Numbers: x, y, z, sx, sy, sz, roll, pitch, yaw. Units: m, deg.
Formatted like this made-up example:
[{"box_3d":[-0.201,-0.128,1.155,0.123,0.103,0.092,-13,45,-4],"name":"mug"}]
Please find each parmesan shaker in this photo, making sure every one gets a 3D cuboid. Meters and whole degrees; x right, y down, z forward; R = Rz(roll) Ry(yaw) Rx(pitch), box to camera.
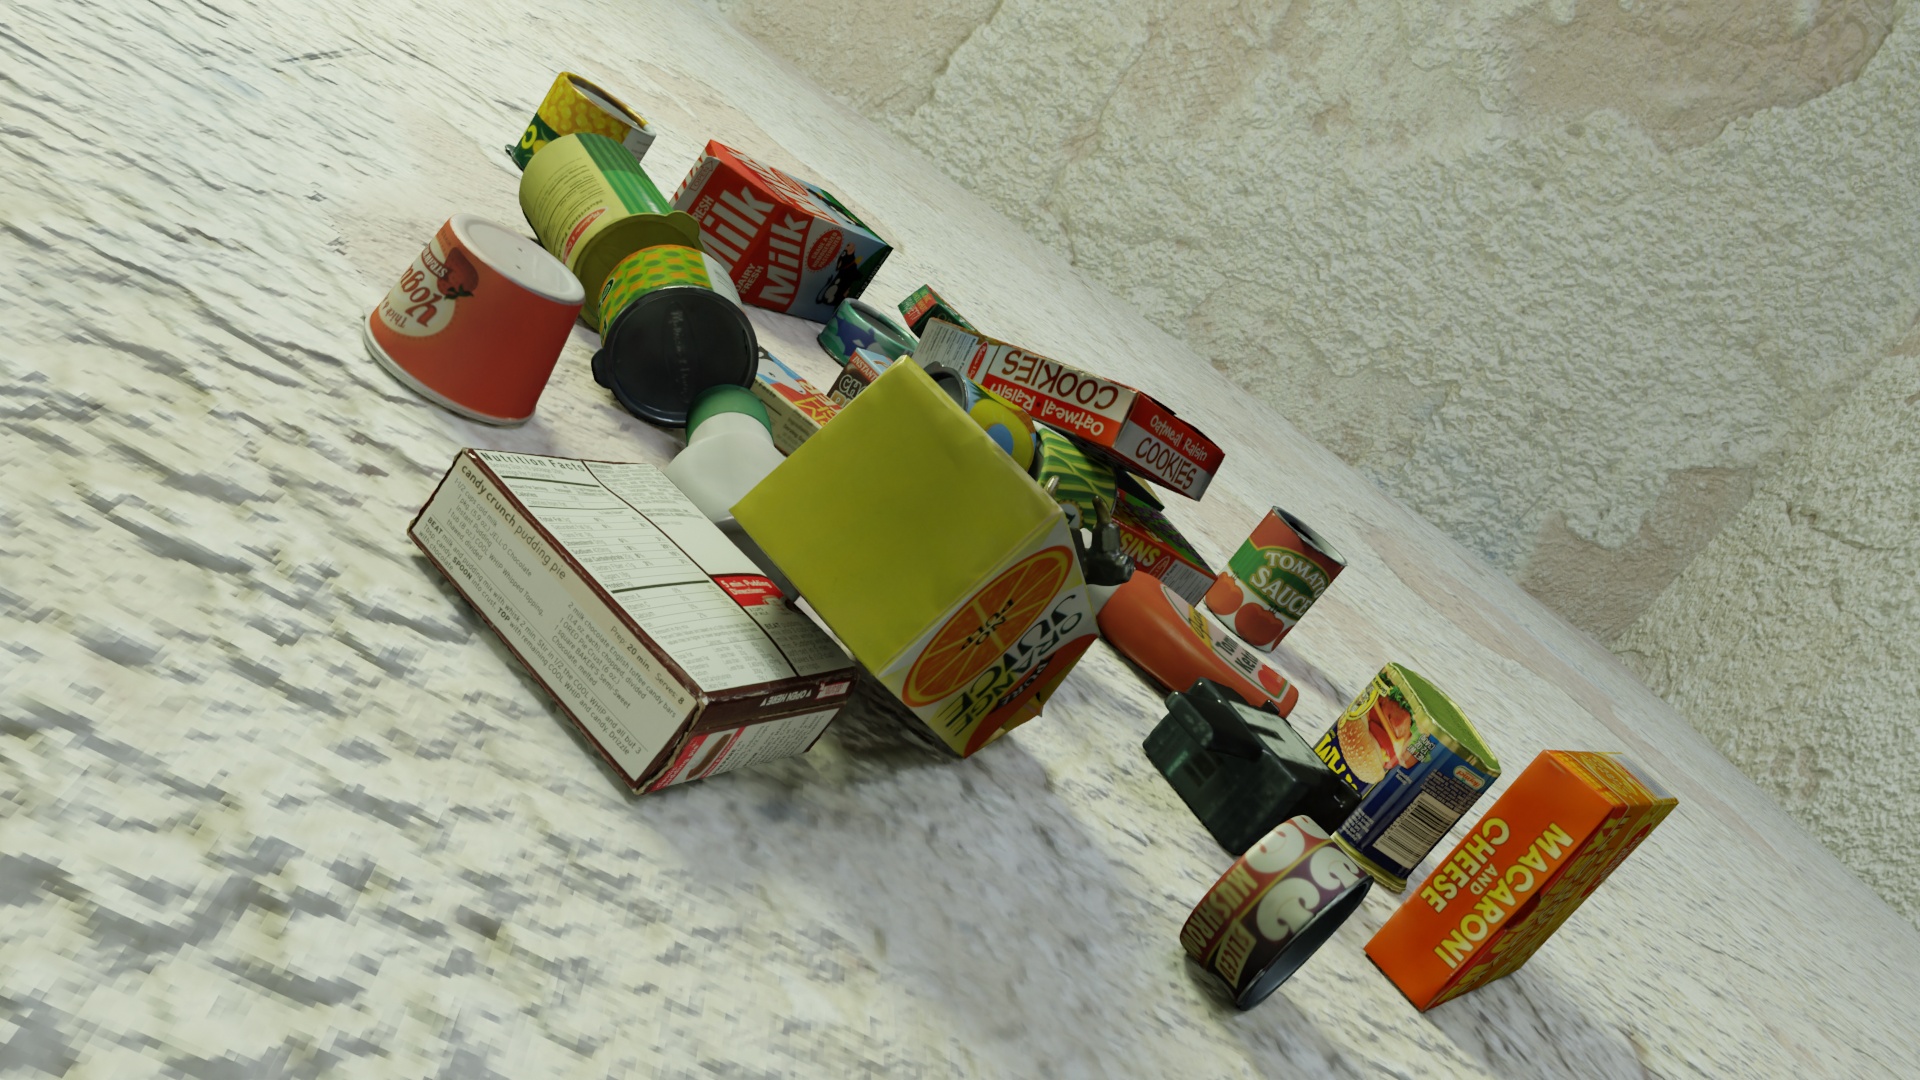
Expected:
[{"box_3d":[-0.172,-0.155,0.689,0.071,0.071,0.103,22,22,-43],"name":"parmesan shaker"}]

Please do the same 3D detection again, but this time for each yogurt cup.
[{"box_3d":[-0.176,-0.083,0.513,0.072,0.053,0.072,35,16,-11],"name":"yogurt cup"}]

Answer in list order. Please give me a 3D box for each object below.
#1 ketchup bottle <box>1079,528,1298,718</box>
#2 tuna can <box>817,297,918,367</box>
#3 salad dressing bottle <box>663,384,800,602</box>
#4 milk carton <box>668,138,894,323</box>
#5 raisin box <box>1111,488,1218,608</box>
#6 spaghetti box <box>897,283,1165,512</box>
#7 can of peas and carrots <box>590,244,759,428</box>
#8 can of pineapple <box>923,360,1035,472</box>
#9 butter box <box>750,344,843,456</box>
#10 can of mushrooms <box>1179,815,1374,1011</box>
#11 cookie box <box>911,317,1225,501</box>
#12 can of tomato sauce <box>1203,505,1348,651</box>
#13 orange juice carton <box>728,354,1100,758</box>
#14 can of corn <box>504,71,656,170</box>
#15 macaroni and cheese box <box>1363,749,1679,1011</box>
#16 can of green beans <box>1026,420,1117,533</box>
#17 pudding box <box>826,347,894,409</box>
[{"box_3d":[0.113,0.053,0.758,0.149,0.043,0.065,39,16,10],"name":"ketchup bottle"},{"box_3d":[-0.058,-0.129,0.928,0.071,0.032,0.071,33,16,-11],"name":"tuna can"},{"box_3d":[-0.088,-0.021,0.543,0.064,0.044,0.148,28,17,-22],"name":"salad dressing bottle"},{"box_3d":[-0.129,-0.200,0.903,0.073,0.072,0.191,43,17,18],"name":"milk carton"},{"box_3d":[0.097,-0.006,0.899,0.123,0.040,0.086,27,19,-36],"name":"raisin box"},{"box_3d":[0.055,-0.095,1.016,0.249,0.028,0.050,39,13,-26],"name":"spaghetti box"},{"box_3d":[-0.129,-0.091,0.617,0.071,0.070,0.059,28,18,-30],"name":"can of peas and carrots"},{"box_3d":[0.001,-0.059,0.789,0.058,0.071,0.071,26,19,-38],"name":"can of pineapple"},{"box_3d":[-0.081,-0.062,0.705,0.103,0.024,0.053,38,16,5],"name":"butter box"},{"box_3d":[0.110,0.133,0.492,0.033,0.071,0.071,45,18,27],"name":"can of mushrooms"},{"box_3d":[0.068,-0.084,0.879,0.168,0.040,0.123,26,2,36],"name":"cookie box"},{"box_3d":[0.222,0.028,0.985,0.071,0.083,0.071,34,16,-11],"name":"can of tomato sauce"},{"box_3d":[-0.004,0.019,0.485,0.072,0.073,0.192,46,-5,19],"name":"orange juice carton"},{"box_3d":[-0.227,-0.240,0.834,0.071,0.058,0.071,34,16,-11],"name":"can of corn"},{"box_3d":[0.269,0.156,0.654,0.040,0.123,0.166,45,18,31],"name":"macaroni and cheese box"},{"box_3d":[0.049,-0.031,0.816,0.058,0.071,0.071,24,20,-36],"name":"can of green beans"},{"box_3d":[-0.036,-0.060,0.748,0.084,0.049,0.030,47,20,31],"name":"pudding box"}]
